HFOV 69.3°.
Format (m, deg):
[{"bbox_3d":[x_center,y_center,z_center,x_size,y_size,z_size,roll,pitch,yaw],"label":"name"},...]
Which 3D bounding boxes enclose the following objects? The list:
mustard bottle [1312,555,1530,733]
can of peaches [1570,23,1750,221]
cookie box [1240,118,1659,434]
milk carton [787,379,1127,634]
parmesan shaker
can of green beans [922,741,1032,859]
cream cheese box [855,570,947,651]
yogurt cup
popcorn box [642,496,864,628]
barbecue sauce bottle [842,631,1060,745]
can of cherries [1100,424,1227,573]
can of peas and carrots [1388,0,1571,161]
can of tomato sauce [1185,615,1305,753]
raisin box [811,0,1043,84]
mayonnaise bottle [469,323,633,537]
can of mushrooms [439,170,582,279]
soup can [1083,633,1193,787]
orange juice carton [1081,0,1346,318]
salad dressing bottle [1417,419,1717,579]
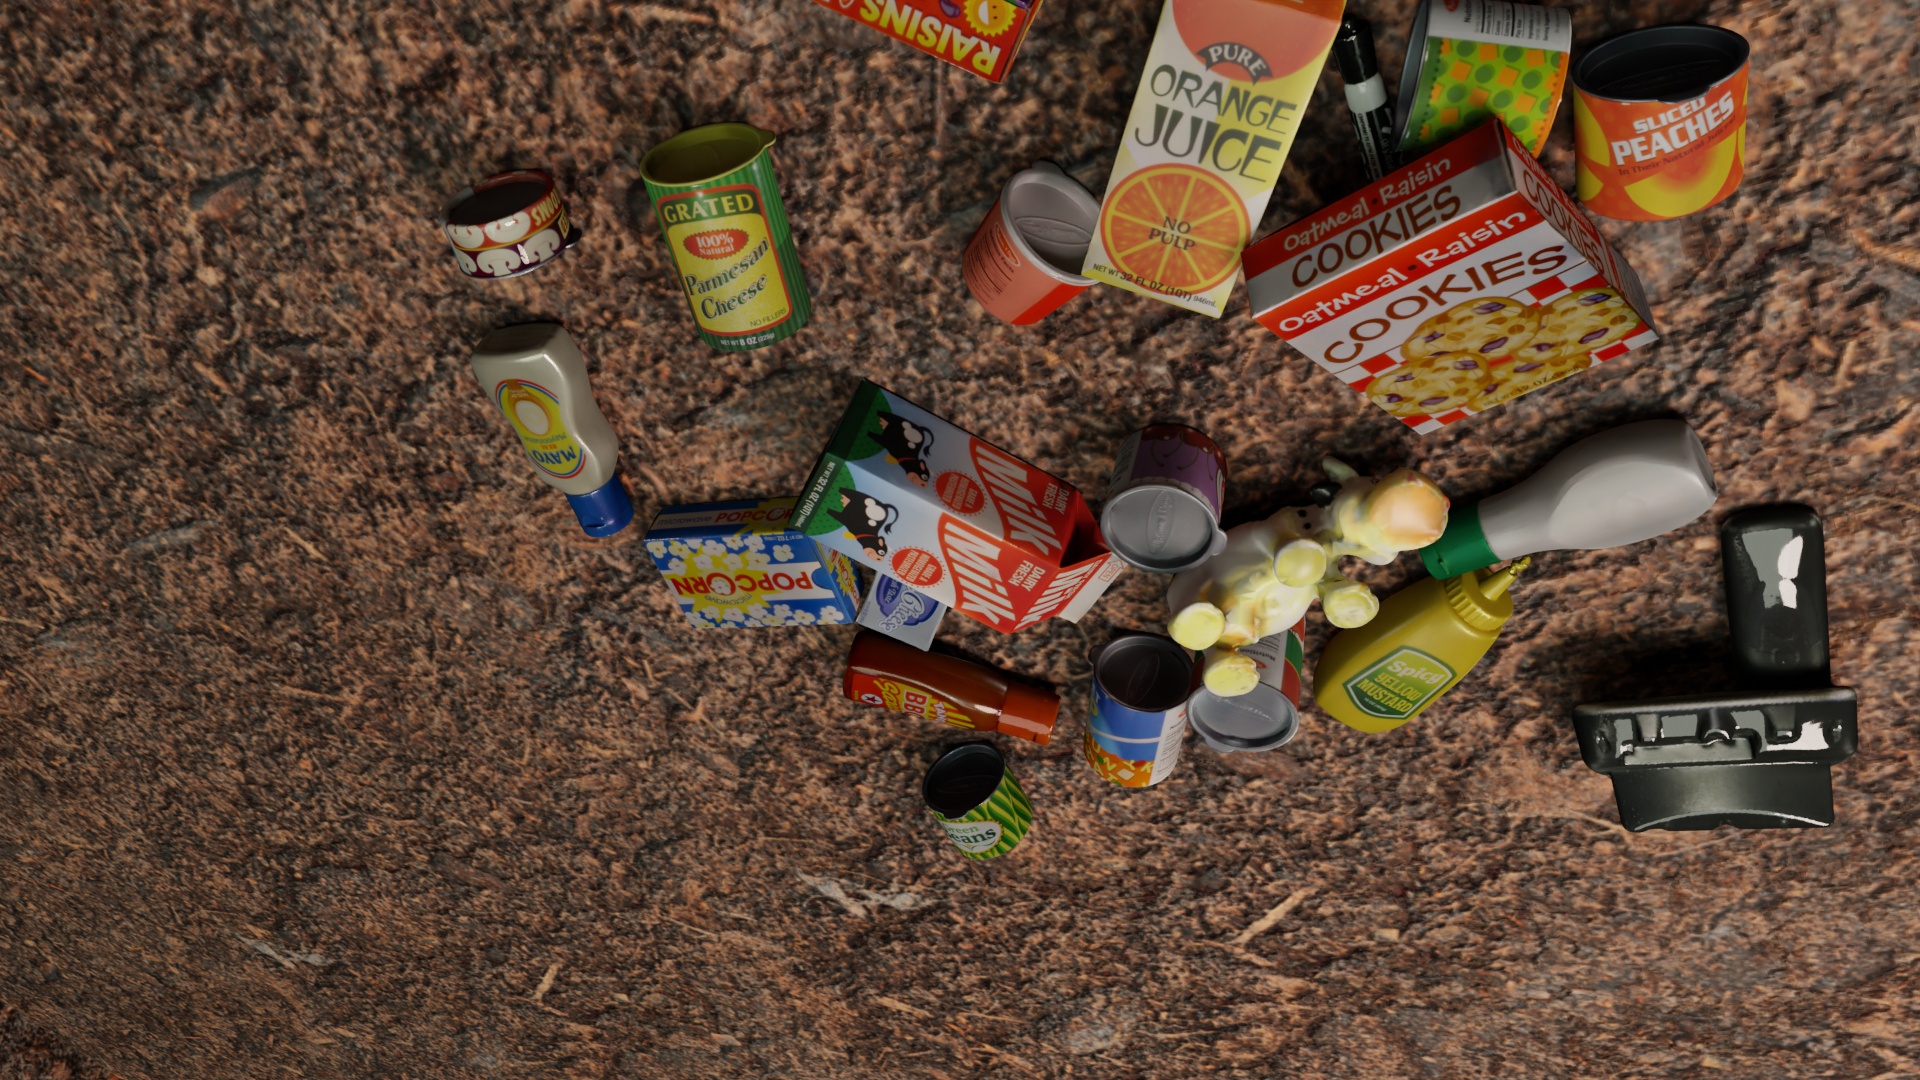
[{"bbox_3d":[0.277,0.056,0.824,0.065,0.049,0.159,27,135,-10],"label":"mustard bottle"},{"bbox_3d":[0.294,-0.175,0.585,0.071,0.071,0.057,-4,132,22],"label":"can of peaches"},{"bbox_3d":[0.226,-0.113,0.638,0.122,0.040,0.167,-24,149,37],"label":"cookie box"},{"bbox_3d":[0.003,-0.010,0.835,0.190,0.074,0.072,27,134,-8],"label":"milk carton"},{"bbox_3d":[-0.120,-0.161,0.740,0.071,0.072,0.102,2,133,17],"label":"parmesan shaker"},{"bbox_3d":[0.013,0.193,1.029,0.071,0.071,0.057,-9,129,26],"label":"can of green beans"},{"bbox_3d":[-0.030,0.027,0.916,0.053,0.024,0.103,21,135,-2],"label":"cream cheese box"},{"bbox_3d":[0.037,-0.146,0.704,0.072,0.073,0.053,34,141,-14],"label":"yogurt cup"},{"bbox_3d":[-0.138,0.016,0.932,0.126,0.038,0.084,-3,130,21],"label":"popcorn box"},{"bbox_3d":[-0.006,0.105,0.967,0.148,0.044,0.064,15,151,4],"label":"barbecue sauce bottle"},{"bbox_3d":[0.120,-0.023,0.795,0.071,0.059,0.071,9,133,10],"label":"can of cherries"},{"bbox_3d":[0.221,-0.194,0.594,0.059,0.071,0.070,10,134,9],"label":"can of peas and carrots"},{"bbox_3d":[0.176,0.078,0.854,0.071,0.083,0.070,9,134,10],"label":"can of tomato sauce"},{"bbox_3d":[-0.023,-0.255,0.604,0.123,0.086,0.039,23,130,-4],"label":"raisin box"},{"bbox_3d":[-0.253,-0.068,0.889,0.065,0.041,0.147,-3,130,18],"label":"mayonnaise bottle"},{"bbox_3d":[-0.249,-0.176,0.769,0.071,0.071,0.033,1,131,17],"label":"can of mushrooms"},{"bbox_3d":[0.115,0.112,0.920,0.071,0.072,0.083,11,135,8],"label":"soup can"},{"bbox_3d":[0.117,-0.203,0.616,0.072,0.073,0.191,18,135,2],"label":"orange juice carton"},{"bbox_3d":[0.320,-0.018,0.745,0.147,0.044,0.064,-23,121,35],"label":"salad dressing bottle"}]
